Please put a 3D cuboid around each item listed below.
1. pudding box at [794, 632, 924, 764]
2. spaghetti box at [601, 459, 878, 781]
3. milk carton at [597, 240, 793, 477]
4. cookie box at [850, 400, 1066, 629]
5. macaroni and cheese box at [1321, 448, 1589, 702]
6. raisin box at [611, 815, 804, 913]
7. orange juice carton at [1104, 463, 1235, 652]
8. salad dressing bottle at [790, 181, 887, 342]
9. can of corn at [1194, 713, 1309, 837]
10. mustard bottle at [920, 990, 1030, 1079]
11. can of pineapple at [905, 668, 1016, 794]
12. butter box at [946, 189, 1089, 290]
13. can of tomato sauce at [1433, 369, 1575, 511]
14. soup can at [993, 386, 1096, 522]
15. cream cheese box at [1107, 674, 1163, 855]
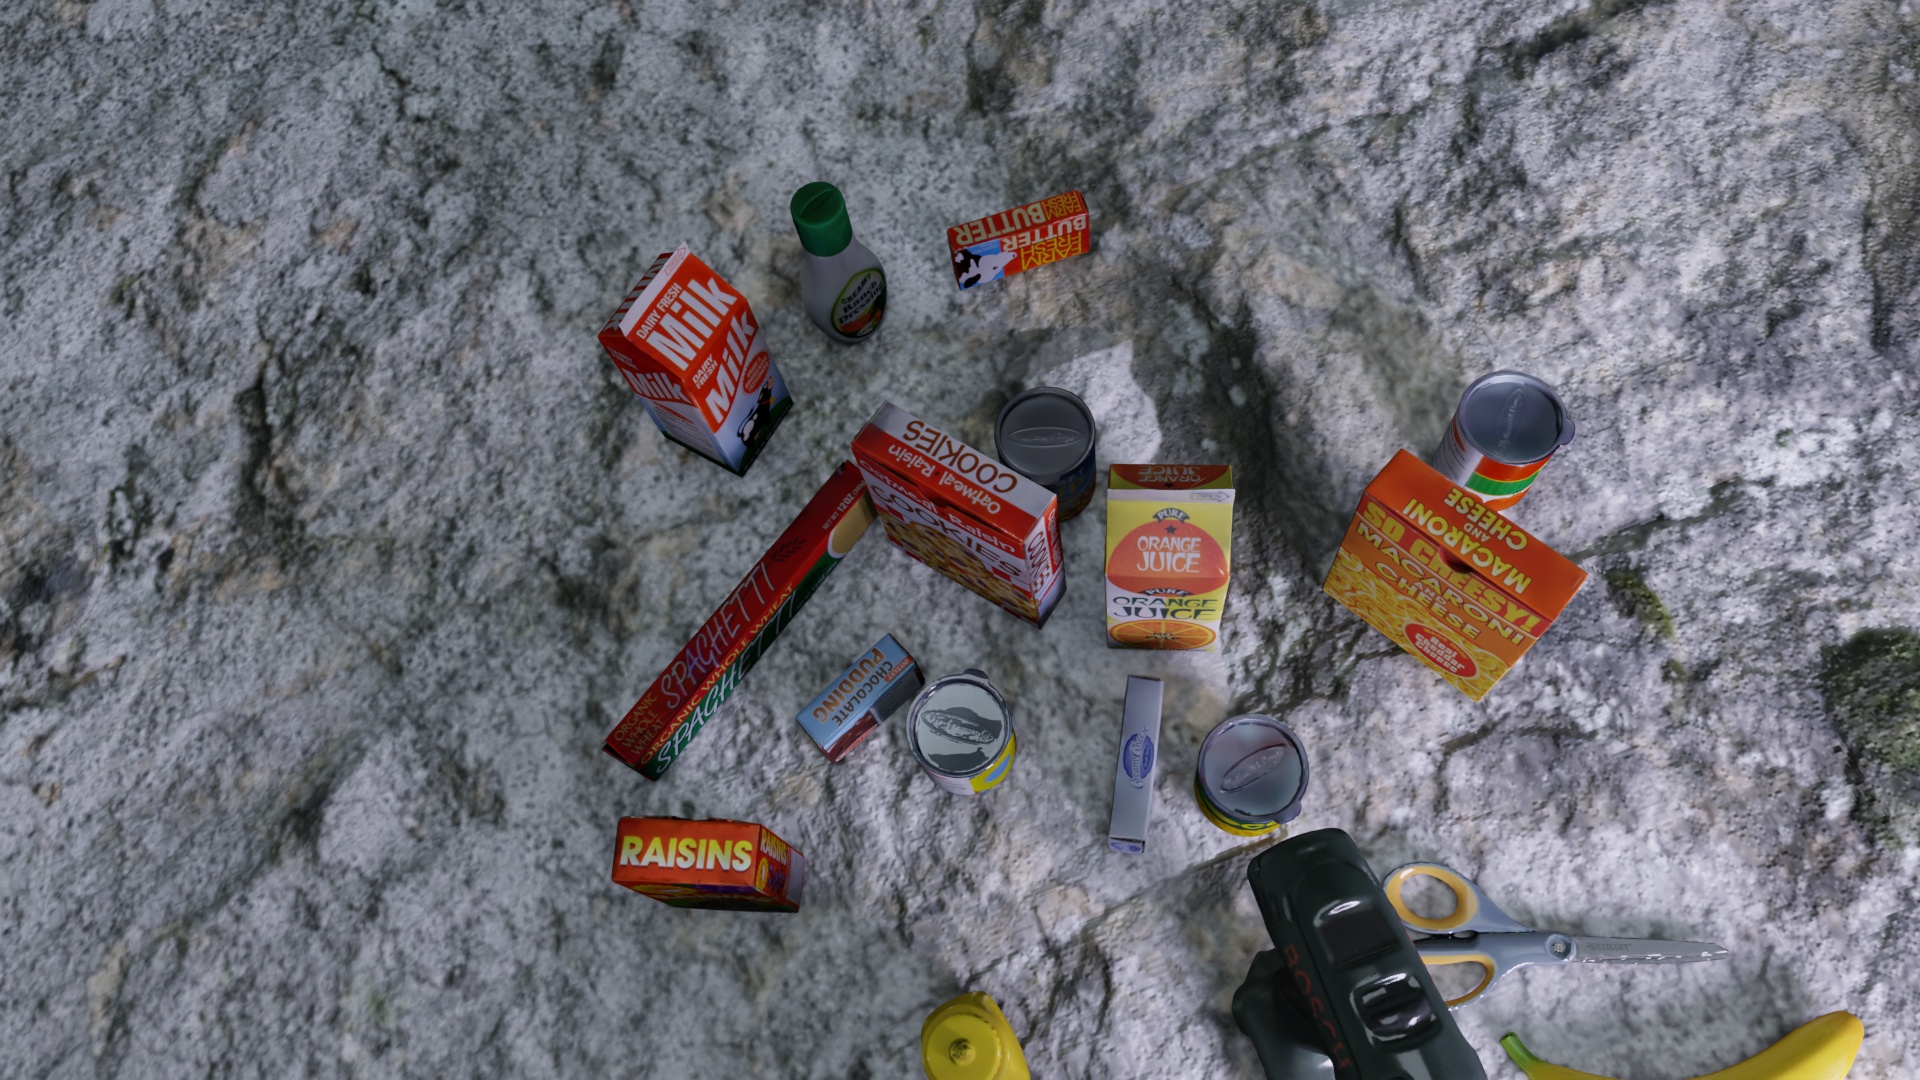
[{"bbox_3d":[-0.065,0.104,0.907,0.084,0.049,0.030,-42,70,-10],"label":"pudding box"},{"bbox_3d":[-0.142,0.054,0.935,0.029,0.050,0.251,35,76,18],"label":"spaghetti box"},{"bbox_3d":[-0.179,-0.123,0.935,0.073,0.190,0.072,28,74,16],"label":"milk carton"},{"bbox_3d":[0.003,-0.011,0.882,0.123,0.167,0.040,30,75,16],"label":"cookie box"},{"bbox_3d":[0.290,0.026,0.836,0.124,0.166,0.040,38,77,18],"label":"macaroni and cheese box"},{"bbox_3d":[-0.149,0.197,0.839,0.086,0.123,0.040,1,69,7],"label":"raisin box"},{"bbox_3d":[0.125,0.007,0.848,0.072,0.192,0.073,2,69,7],"label":"orange juice carton"},{"bbox_3d":[-0.087,-0.194,0.976,0.064,0.147,0.044,-44,70,-11],"label":"salad dressing bottle"},{"bbox_3d":[0.180,0.148,0.858,0.071,0.058,0.071,-2,68,6],"label":"can of corn"},{"bbox_3d":[0.005,0.282,0.768,0.049,0.159,0.065,-29,68,-5],"label":"mustard bottle"},{"bbox_3d":[0.003,0.124,0.887,0.071,0.057,0.071,-2,68,6],"label":"can of pineapple"},{"bbox_3d":[0.043,-0.221,1.024,0.103,0.053,0.024,-17,68,-1],"label":"butter box"},{"bbox_3d":[0.353,-0.063,0.910,0.071,0.083,0.071,-2,68,6],"label":"can of tomato sauce"},{"bbox_3d":[0.058,-0.053,0.938,0.071,0.083,0.071,-2,68,6],"label":"soup can"},{"bbox_3d":[0.110,0.141,0.871,0.024,0.053,0.104,6,69,9],"label":"cream cheese box"}]
